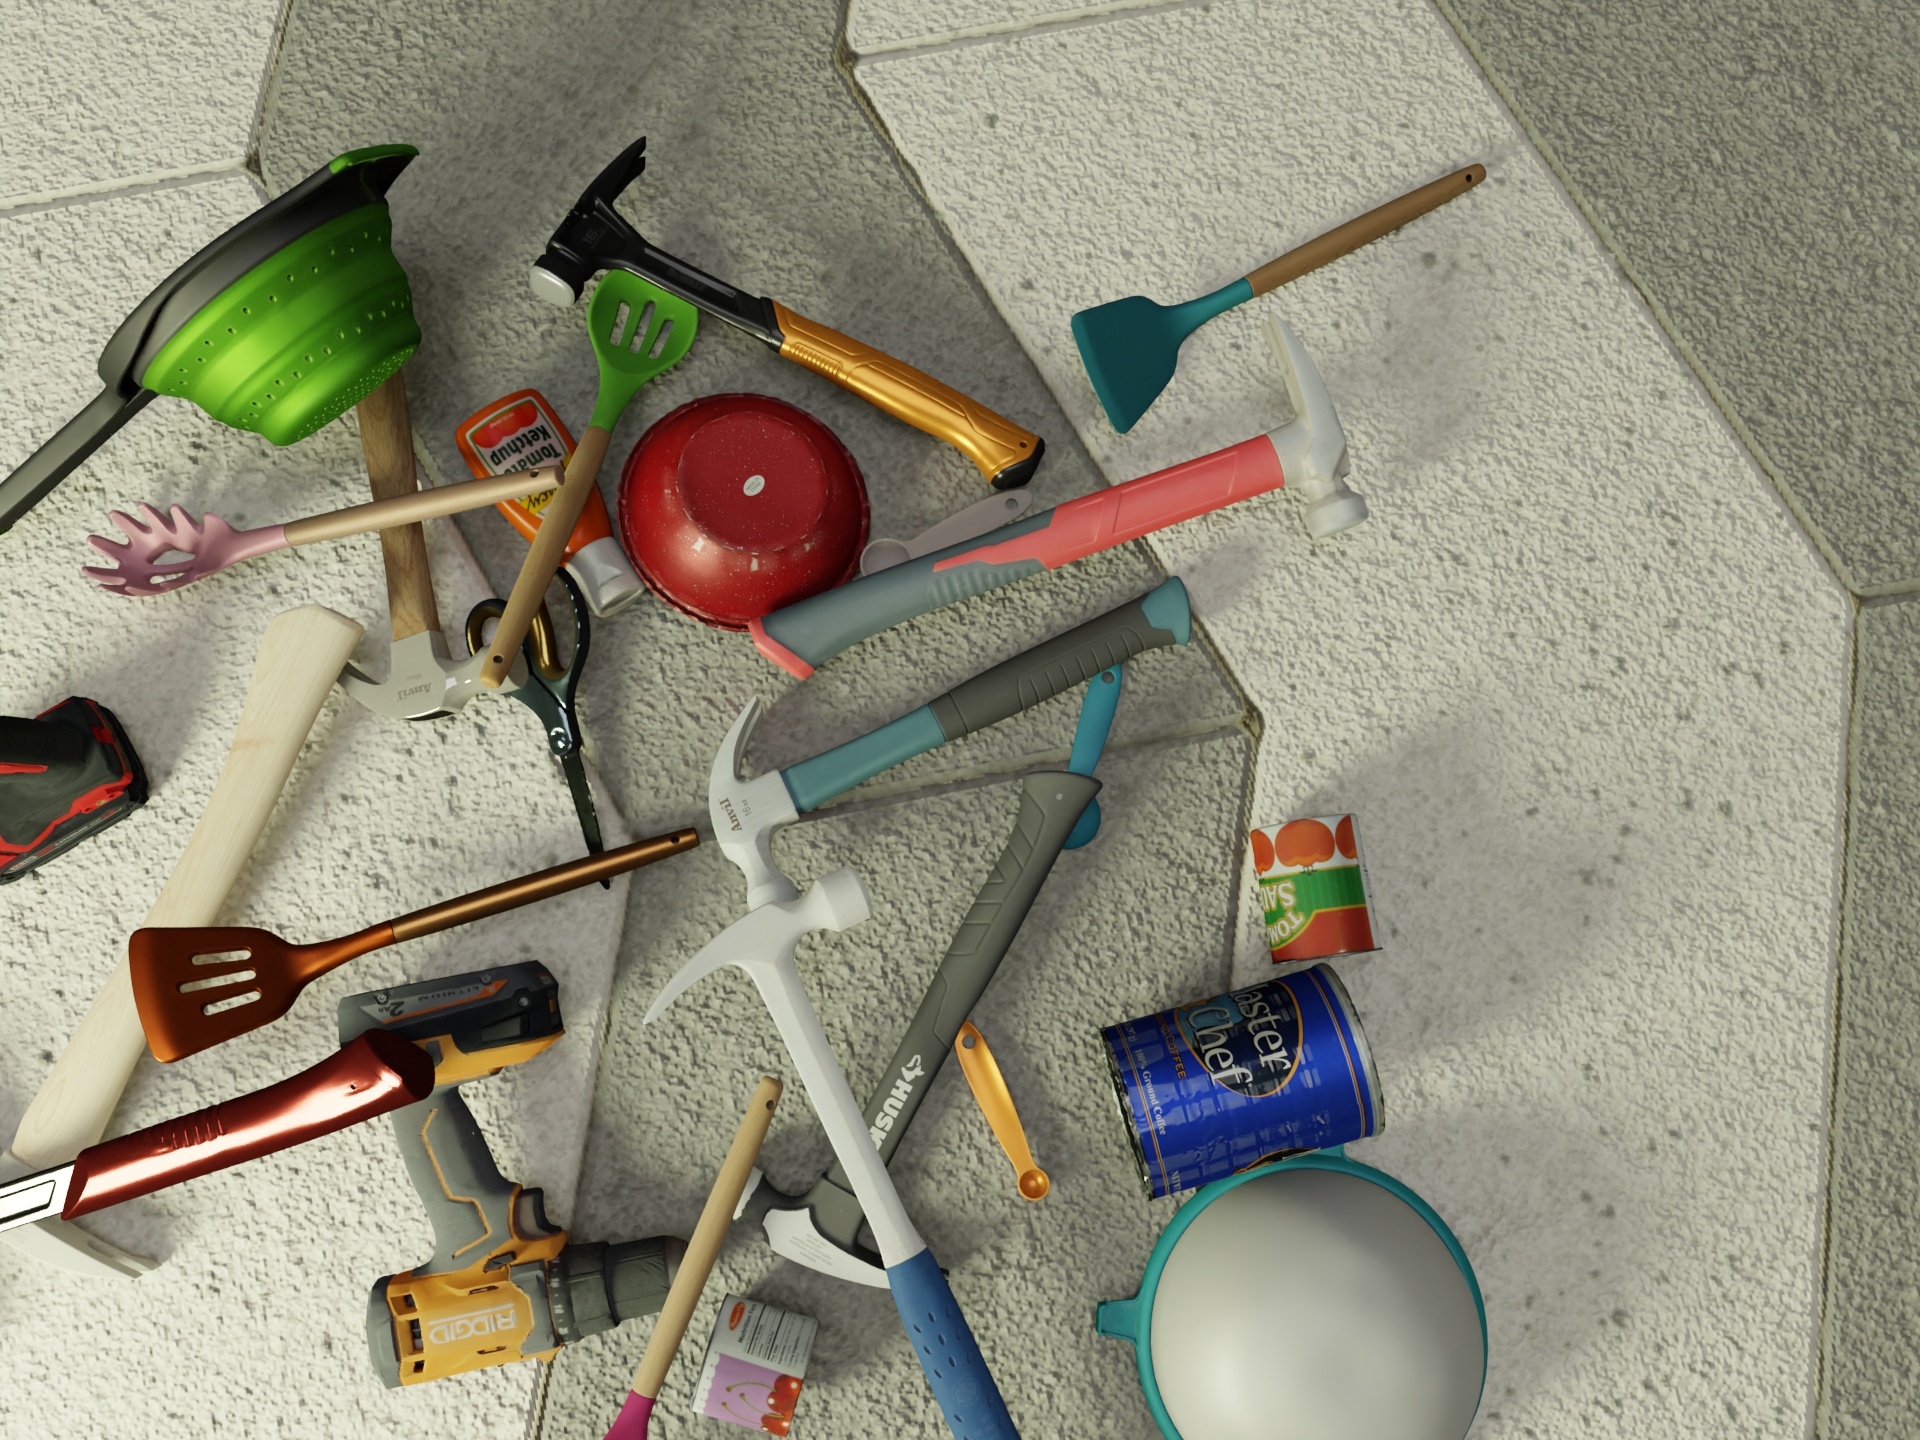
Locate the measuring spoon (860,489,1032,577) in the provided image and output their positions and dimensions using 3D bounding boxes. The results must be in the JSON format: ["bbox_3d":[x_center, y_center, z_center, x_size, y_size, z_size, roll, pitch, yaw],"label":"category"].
[{"bbox_3d":[-0.008,-0.118,1.026,0.124,0.018,0.034,-27,82,-12],"label":"measuring spoon"}]

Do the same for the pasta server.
[{"bbox_3d":[-0.390,-0.122,0.970,0.316,0.040,0.060,-9,67,14],"label":"pasta server"}]

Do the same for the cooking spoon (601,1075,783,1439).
[{"bbox_3d":[-0.167,0.353,0.896,0.068,0.017,0.319,27,80,-27],"label":"cooking spoon"}]

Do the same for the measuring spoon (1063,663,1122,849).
[{"bbox_3d":[0.080,0.018,0.997,0.042,0.021,0.129,16,79,2],"label":"measuring spoon"}]

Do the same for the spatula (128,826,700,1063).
[{"bbox_3d":[-0.311,0.115,0.938,0.322,0.041,0.081,-17,72,-14],"label":"spatula"}]

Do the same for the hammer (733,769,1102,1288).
[{"bbox_3d":[-0.005,0.178,0.951,0.146,0.035,0.335,29,86,4],"label":"hammer"}]

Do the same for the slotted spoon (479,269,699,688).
[{"bbox_3d":[-0.234,-0.158,0.982,0.070,0.031,0.314,20,65,-9],"label":"slotted spoon"}]

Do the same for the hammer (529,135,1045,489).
[{"bbox_3d":[-0.096,-0.248,1.019,0.337,0.034,0.127,28,66,-2],"label":"hammer"}]

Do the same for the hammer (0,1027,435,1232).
[{"bbox_3d":[-0.457,0.256,0.885,0.359,0.037,0.149,-19,95,8],"label":"hammer"}]

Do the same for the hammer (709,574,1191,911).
[{"bbox_3d":[-0.002,-0.003,0.987,0.331,0.033,0.128,-26,71,-7],"label":"hammer"}]

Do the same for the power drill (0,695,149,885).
[{"bbox_3d":[-0.568,0.030,0.885,0.143,0.219,0.078,-31,82,-6],"label":"power drill"}]

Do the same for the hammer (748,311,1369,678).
[{"bbox_3d":[0.050,-0.127,0.985,0.386,0.038,0.143,-20,87,-4],"label":"hammer"}]

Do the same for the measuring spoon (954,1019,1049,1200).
[{"bbox_3d":[0.024,0.236,0.968,0.021,0.011,0.117,-27,78,7],"label":"measuring spoon"}]

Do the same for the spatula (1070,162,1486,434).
[{"bbox_3d":[0.215,-0.293,1.041,0.317,0.044,0.082,-28,107,-7],"label":"spatula"}]

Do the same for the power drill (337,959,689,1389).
[{"bbox_3d":[-0.259,0.257,0.926,0.185,0.084,0.226,-10,85,-5],"label":"power drill"}]

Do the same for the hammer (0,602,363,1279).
[{"bbox_3d":[-0.457,0.123,0.946,0.146,0.038,0.410,27,87,2],"label":"hammer"}]

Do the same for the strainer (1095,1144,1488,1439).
[{"bbox_3d":[0.250,0.409,0.899,0.211,0.095,0.340,-39,82,-7],"label":"strainer"}]

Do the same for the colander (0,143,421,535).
[{"bbox_3d":[-0.454,-0.185,0.959,0.397,0.205,0.094,-34,106,16],"label":"colander"}]

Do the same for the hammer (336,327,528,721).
[{"bbox_3d":[-0.361,-0.158,1.005,0.130,0.031,0.331,-17,76,13],"label":"hammer"}]

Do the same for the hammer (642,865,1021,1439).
[{"bbox_3d":[-0.041,0.295,0.897,0.144,0.035,0.405,-25,88,-14],"label":"hammer"}]
